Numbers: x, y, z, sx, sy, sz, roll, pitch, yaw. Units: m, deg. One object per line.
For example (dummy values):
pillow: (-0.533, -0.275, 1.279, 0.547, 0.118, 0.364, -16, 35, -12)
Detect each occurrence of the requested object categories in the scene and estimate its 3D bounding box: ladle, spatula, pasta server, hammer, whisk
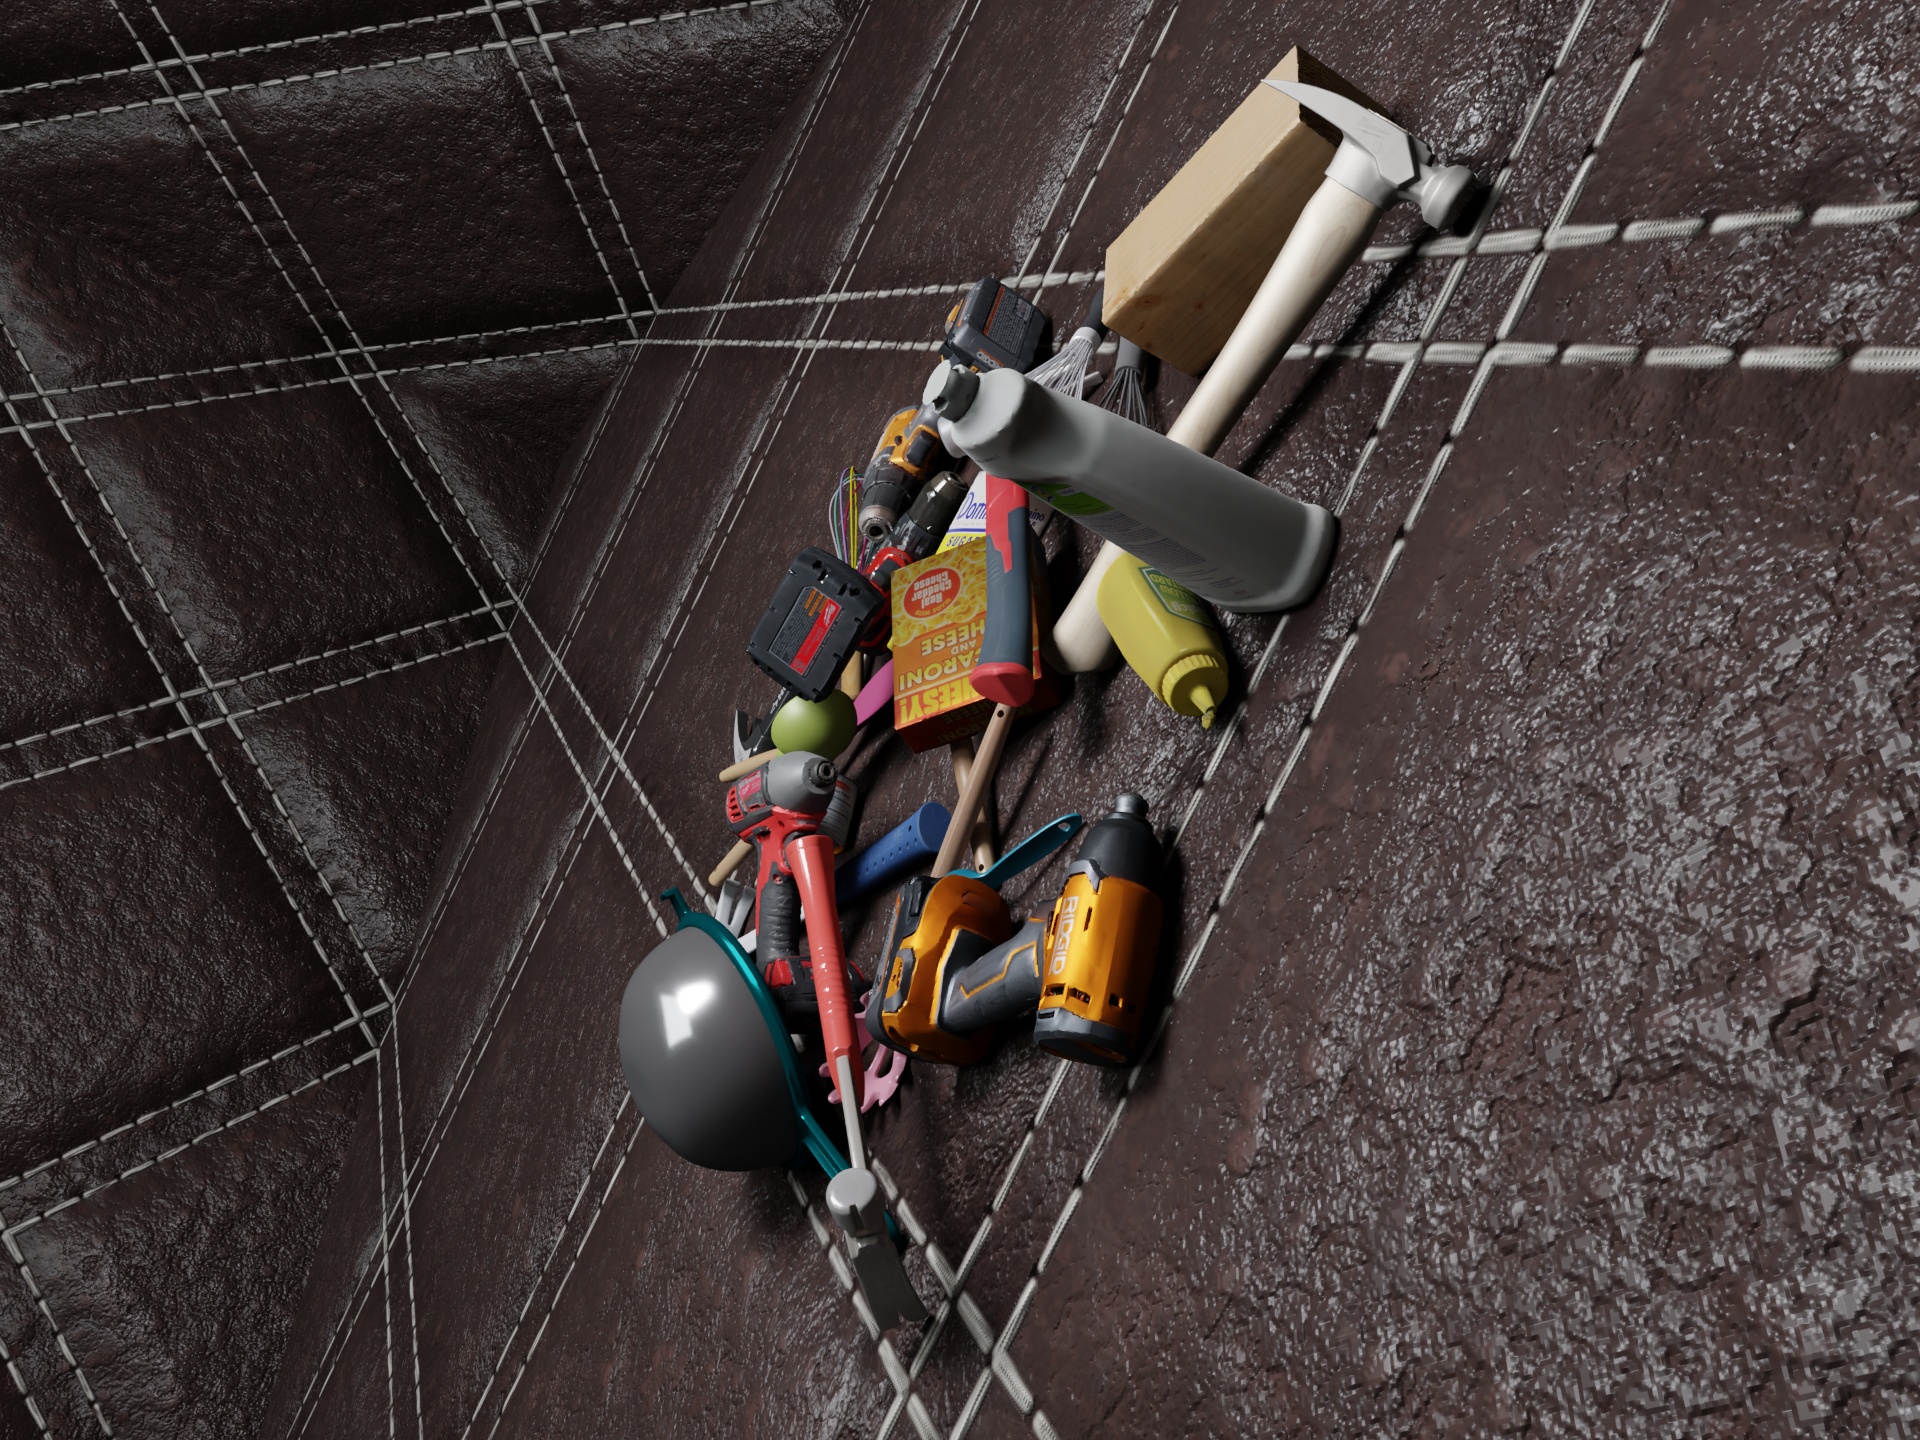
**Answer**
ladle: (-0.178, 0.024, 1.496, 0.320, 0.078, 0.062, -19, 83, 64)
spatula: (-0.002, -0.004, 1.230, 0.060, 0.018, 0.316, -33, 47, 25)
pasta server: (-0.022, 0.131, 1.142, 0.316, 0.060, 0.040, -69, -20, 3)
hammer: (-0.141, -0.087, 1.627, 0.334, 0.035, 0.146, -59, 26, 14)
hammer: (0.049, -0.152, 1.199, 0.143, 0.038, 0.387, -22, 37, 18)
whisk: (0.132, -0.266, 1.233, 0.055, 0.055, 0.239, -35, 33, 48)
hammer: (-0.128, 0.153, 1.375, 0.405, 0.035, 0.144, -35, 38, 48)
hammer: (0.158, -0.207, 1.047, 0.410, 0.146, 0.038, -59, -17, 24)
whisk: (0.087, -0.279, 1.247, 0.070, 0.070, 0.285, -40, 14, 43)
whisk: (-0.102, -0.133, 1.541, 0.047, 0.051, 0.245, -31, 55, 58)
hammer: (-0.078, 0.217, 1.072, 0.359, 0.036, 0.149, -106, 2, -49)

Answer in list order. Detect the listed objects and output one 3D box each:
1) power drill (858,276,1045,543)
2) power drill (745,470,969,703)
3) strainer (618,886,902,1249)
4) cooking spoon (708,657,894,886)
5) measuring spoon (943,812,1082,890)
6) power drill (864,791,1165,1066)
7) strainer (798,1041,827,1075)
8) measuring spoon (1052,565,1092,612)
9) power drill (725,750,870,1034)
power drill: (-0.020, -0.278, 1.478, 0.226, 0.084, 0.185, -48, 17, 40)
power drill: (-0.076, -0.121, 1.378, 0.187, 0.080, 0.227, -57, -8, 25)
strainer: (-0.166, 0.286, 1.155, 0.341, 0.095, 0.210, 38, 139, 47)
cooking spoon: (-0.135, 0.045, 1.471, 0.319, 0.017, 0.069, -47, 23, 19)
measuring spoon: (0.033, 0.094, 1.096, 0.128, 0.042, 0.021, -37, 35, 24)
power drill: (0.041, 0.136, 1.001, 0.226, 0.084, 0.164, -20, 48, 53)
strainer: (-0.155, 0.291, 1.302, 0.258, 0.050, 0.087, -33, 55, 45)
measuring spoon: (0.103, -0.103, 1.179, 0.124, 0.018, 0.034, 147, 134, -61)
power drill: (-0.133, 0.135, 1.268, 0.143, 0.078, 0.220, -27, 63, 53)
